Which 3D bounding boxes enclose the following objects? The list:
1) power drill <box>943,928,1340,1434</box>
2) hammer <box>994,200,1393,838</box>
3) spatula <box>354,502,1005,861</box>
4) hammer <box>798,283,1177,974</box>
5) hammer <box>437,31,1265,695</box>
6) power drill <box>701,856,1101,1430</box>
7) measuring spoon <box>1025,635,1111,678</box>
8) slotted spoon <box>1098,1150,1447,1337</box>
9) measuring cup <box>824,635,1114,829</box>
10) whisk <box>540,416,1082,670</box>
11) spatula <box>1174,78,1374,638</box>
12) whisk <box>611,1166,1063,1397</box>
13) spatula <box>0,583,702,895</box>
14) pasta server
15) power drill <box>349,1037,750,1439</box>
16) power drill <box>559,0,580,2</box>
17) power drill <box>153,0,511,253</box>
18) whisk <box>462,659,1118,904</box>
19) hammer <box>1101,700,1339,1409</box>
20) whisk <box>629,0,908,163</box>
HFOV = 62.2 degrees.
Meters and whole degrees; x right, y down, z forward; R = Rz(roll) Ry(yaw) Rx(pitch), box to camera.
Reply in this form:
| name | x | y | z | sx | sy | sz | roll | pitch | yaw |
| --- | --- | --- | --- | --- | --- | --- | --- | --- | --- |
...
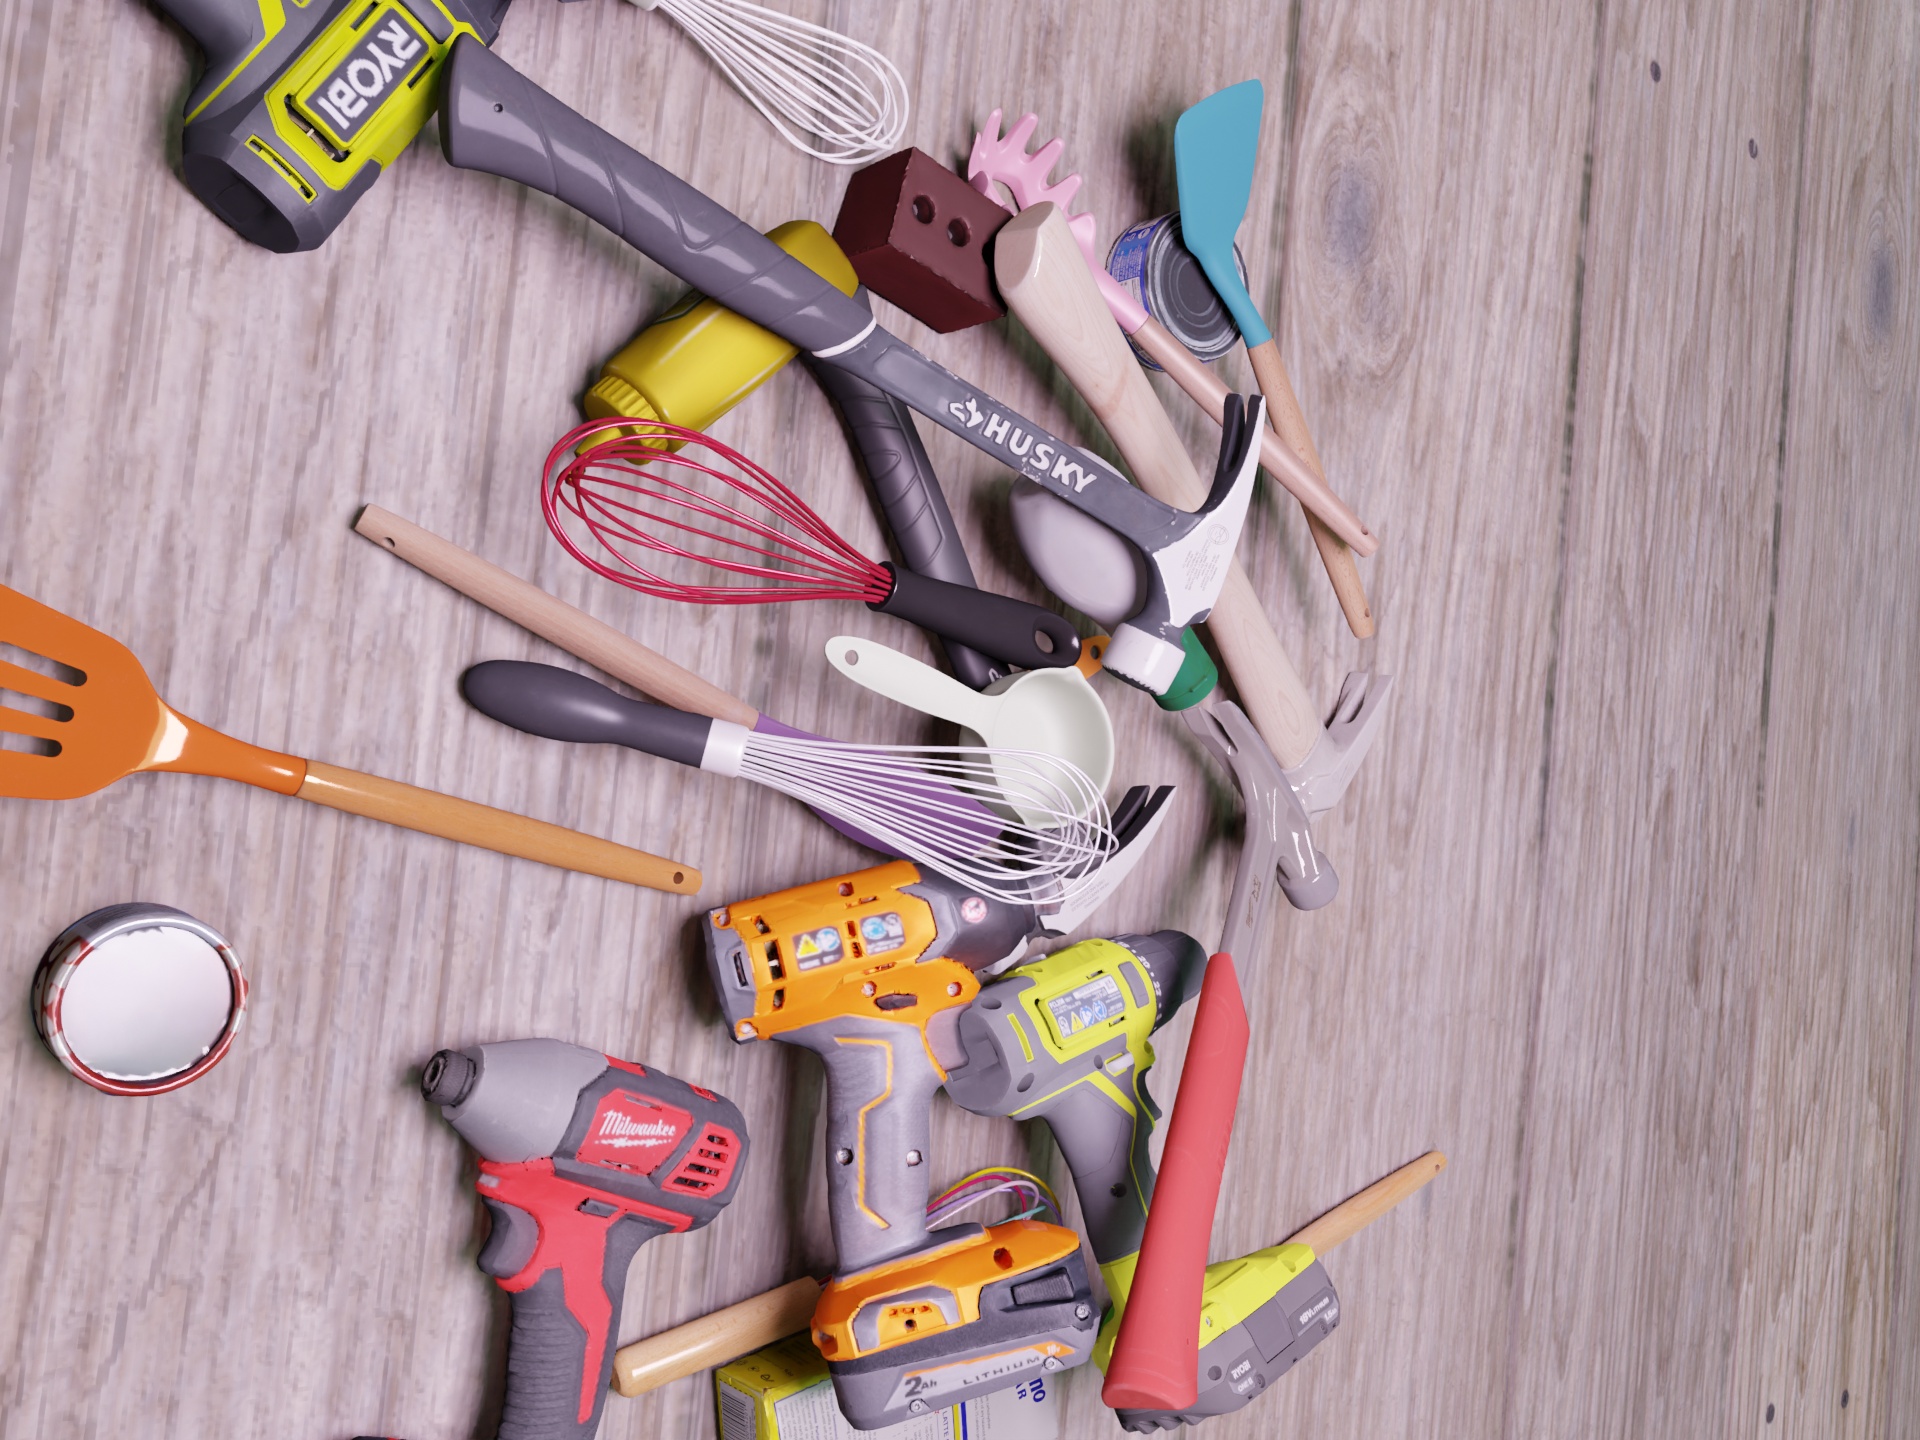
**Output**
| name | x | y | z | sx | sy | sz | roll | pitch | yaw |
| --- | --- | --- | --- | --- | --- | --- | --- | --- | --- |
| power drill | 0.100 | 0.221 | 0.820 | 0.190 | 0.080 | 0.229 | -12 | 73 | -47 |
| hammer | 0.134 | -0.105 | 0.872 | 0.146 | 0.038 | 0.410 | -54 | 128 | -26 |
| spatula | -0.115 | -0.008 | 0.696 | 0.315 | 0.059 | 0.018 | 31 | 38 | -26 |
| hammer | 0.004 | -0.053 | 0.794 | 0.146 | 0.035 | 0.334 | -31 | 106 | -33 |
| hammer | -0.030 | -0.158 | 0.679 | 0.408 | 0.036 | 0.149 | 27 | 90 | -29 |
| power drill | -0.011 | 0.174 | 0.709 | 0.164 | 0.084 | 0.226 | -14 | 83 | -9 |
| measuring spoon | 0.043 | -0.022 | 0.853 | 0.117 | 0.011 | 0.021 | -28 | 104 | -38 |
| slotted spoon | 0.205 | 0.325 | 0.975 | 0.313 | 0.031 | 0.070 | -14 | 99 | -39 |
| measuring cup | -0.001 | -0.002 | 0.744 | 0.167 | 0.038 | 0.083 | 24 | 74 | -30 |
| whisk | -0.050 | -0.065 | 0.702 | 0.295 | 0.073 | 0.073 | 16 | 81 | -40 |
| spatula | 0.184 | -0.189 | 0.890 | 0.082 | 0.044 | 0.317 | -37 | 111 | -36 |
| whisk | -0.053 | 0.268 | 0.765 | 0.245 | 0.051 | 0.047 | -10 | 82 | -33 |
| spatula | -0.239 | 0.027 | 0.624 | 0.322 | 0.041 | 0.081 | 22 | 78 | -40 |
| pasta server | 0.119 | -0.196 | 0.850 | 0.316 | 0.040 | 0.060 | 40 | 60 | -15 |
| power drill | -0.181 | 0.240 | 0.640 | 0.143 | 0.078 | 0.220 | 31 | 69 | -36 |
| power drill | -0.179 | -0.384 | 0.581 | 0.226 | 0.084 | 0.185 | 56 | 39 | -7 |
| power drill | -0.271 | -0.304 | 0.562 | 0.223 | 0.080 | 0.171 | 44 | 65 | -34 |
| whisk | -0.069 | 0.020 | 0.676 | 0.284 | 0.070 | 0.070 | 15 | 80 | -7 |
| hammer | 0.122 | 0.157 | 0.779 | 0.149 | 0.037 | 0.359 | 53 | 40 | -29 |
| whisk | -0.126 | -0.317 | 0.696 | 0.246 | 0.059 | 0.058 | 22 | 41 | -32 |
